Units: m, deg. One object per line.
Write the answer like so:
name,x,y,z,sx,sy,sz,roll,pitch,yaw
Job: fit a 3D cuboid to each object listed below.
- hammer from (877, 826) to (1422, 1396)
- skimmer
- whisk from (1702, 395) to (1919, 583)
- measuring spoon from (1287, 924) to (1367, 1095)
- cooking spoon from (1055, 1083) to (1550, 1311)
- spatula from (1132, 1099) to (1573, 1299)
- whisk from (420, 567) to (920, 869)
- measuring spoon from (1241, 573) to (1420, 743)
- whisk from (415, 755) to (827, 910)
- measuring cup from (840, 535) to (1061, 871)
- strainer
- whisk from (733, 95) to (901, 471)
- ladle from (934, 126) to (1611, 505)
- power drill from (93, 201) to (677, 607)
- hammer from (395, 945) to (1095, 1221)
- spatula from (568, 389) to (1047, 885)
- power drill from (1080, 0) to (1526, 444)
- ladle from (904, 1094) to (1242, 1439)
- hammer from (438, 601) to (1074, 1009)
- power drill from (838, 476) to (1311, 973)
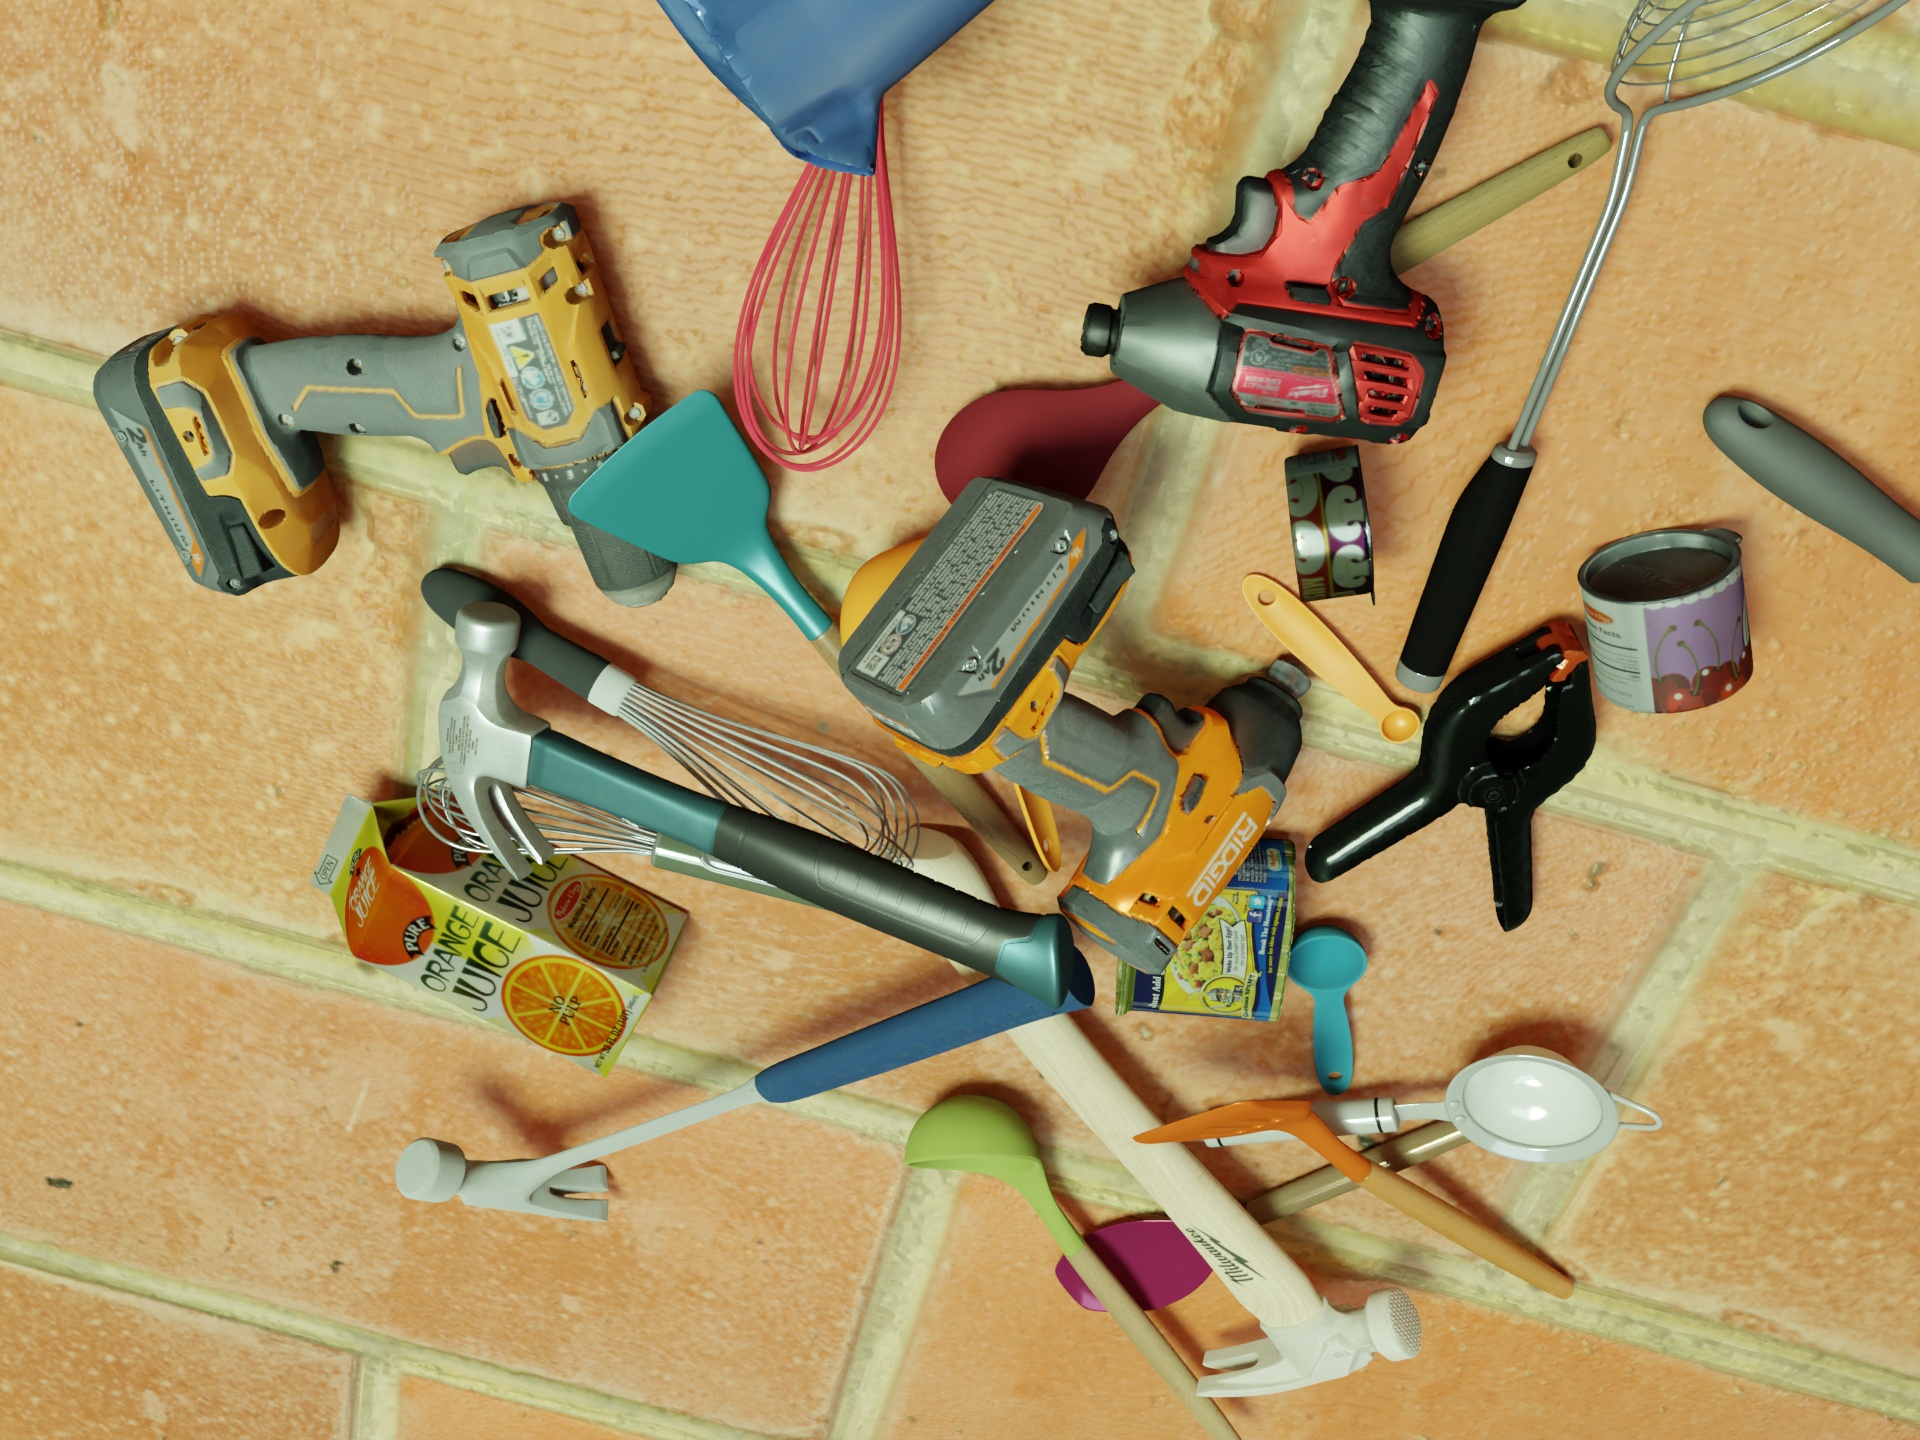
hammer,0.083,0.226,0.888,0.146,0.038,0.410,-31,106,33
skimmer,0.267,-0.148,0.636,0.127,0.090,0.363,-14,132,-34
whisk,0.416,-0.067,0.688,0.239,0.055,0.055,33,118,-6
measuring spoon,0.200,0.155,0.863,0.042,0.021,0.128,-6,127,10
cooking spoon,0.193,0.279,0.929,0.319,0.017,0.068,-31,105,23
spatula,0.233,0.263,0.868,0.322,0.041,0.081,33,137,-25
whisk,-0.146,0.001,0.796,0.284,0.070,0.070,31,119,1
measuring spoon,0.177,-0.031,0.764,0.117,0.011,0.021,42,113,-11
whisk,-0.168,0.063,0.845,0.246,0.058,0.059,15,155,-5
measuring cup,-0.001,-0.002,0.750,0.052,0.095,0.173,-9,110,34
strainer,0.240,0.211,0.865,0.258,0.050,0.086,-11,123,22
whisk,-0.042,-0.244,0.650,0.073,0.073,0.295,14,113,0
ladle,0.125,-0.166,0.685,0.315,0.031,0.069,-27,116,19
power drill,-0.250,-0.121,0.736,0.226,0.084,0.185,-12,119,9
hammer,-0.110,0.204,0.871,0.405,0.035,0.143,-24,147,22
spatula,-0.052,-0.020,0.770,0.082,0.044,0.317,-39,114,6
power drill,0.130,-0.218,0.605,0.143,0.079,0.219,7,117,-2
ladle,0.077,0.341,0.946,0.078,0.062,0.320,-20,113,42
hammer,-0.100,0.056,0.752,0.331,0.033,0.128,21,116,11
power drill,0.068,-0.005,0.701,0.164,0.084,0.226,-53,129,-9
